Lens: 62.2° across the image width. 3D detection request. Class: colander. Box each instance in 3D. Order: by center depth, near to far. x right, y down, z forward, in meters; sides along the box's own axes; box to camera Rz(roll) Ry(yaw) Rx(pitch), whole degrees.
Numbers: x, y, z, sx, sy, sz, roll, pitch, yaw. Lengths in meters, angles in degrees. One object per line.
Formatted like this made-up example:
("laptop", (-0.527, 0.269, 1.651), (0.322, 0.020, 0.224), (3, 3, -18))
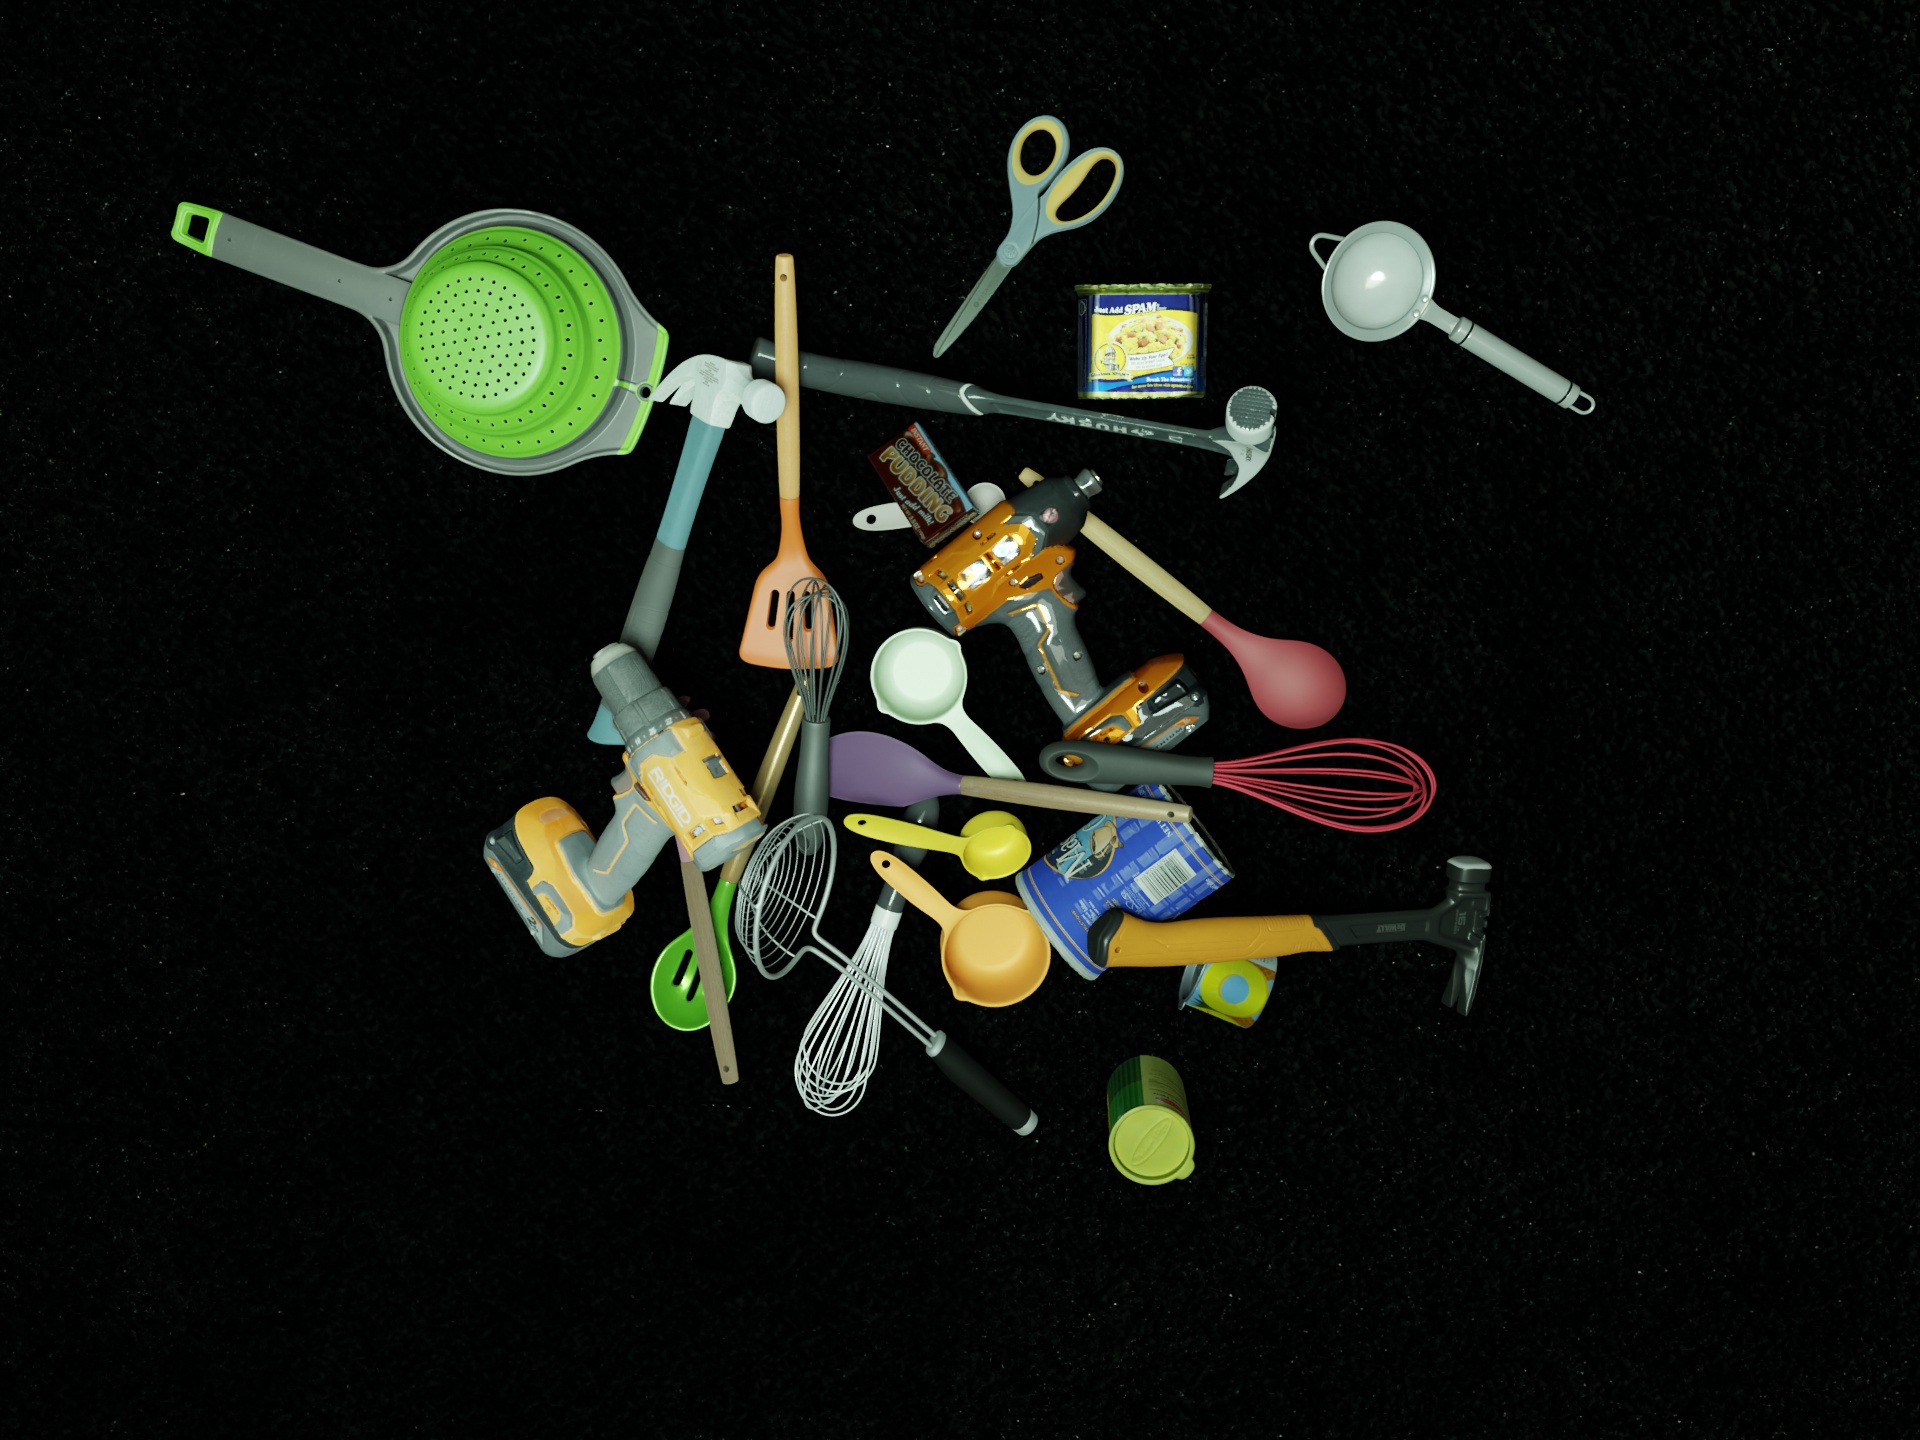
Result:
("colander", (-0.428, -0.317, 1.211), (0.397, 0.094, 0.204), (20, 101, 0))

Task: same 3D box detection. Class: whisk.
("whisk", (0.206, 0.039, 1.185), (0.296, 0.073, 0.073), (5, 100, 1))
("whisk", (-0.118, 0.000, 1.261), (0.055, 0.055, 0.238), (6, 112, 2))
("whisk", (-0.070, 0.191, 1.301), (0.070, 0.070, 0.284), (20, 96, 0))

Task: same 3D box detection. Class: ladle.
("ladle", (0.173, -0.099, 1.249), (0.315, 0.031, 0.069), (38, 102, -2))

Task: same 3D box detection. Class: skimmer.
("skimmer", (-0.041, 0.216, 1.241), (0.090, 0.127, 0.363), (-18, 125, 46))

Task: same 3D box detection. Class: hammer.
("hammer", (0.031, -0.237, 1.197), (0.409, 0.149, 0.036), (12, 80, 11))
("hammer", (0.257, 0.173, 1.229), (0.336, 0.034, 0.127), (0, 102, -18))
("hammer", (-0.229, -0.125, 1.239), (0.128, 0.033, 0.331), (38, 114, 40))

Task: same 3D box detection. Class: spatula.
("spatula", (-0.132, -0.191, 1.216), (0.081, 0.041, 0.322), (4, 120, 3))
("spatula", (0.026, 0.051, 1.240), (0.316, 0.018, 0.059), (7, 103, 22))

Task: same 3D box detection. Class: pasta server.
("pasta server", (-0.211, 0.138, 1.289), (0.060, 0.040, 0.316), (-9, 95, 13))

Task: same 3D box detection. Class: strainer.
("strainer", (0.368, -0.296, 1.195), (0.258, 0.050, 0.087), (28, 106, -8))

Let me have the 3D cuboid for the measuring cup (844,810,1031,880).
("measuring cup", (-0.019, 0.087, 1.266), (0.156, 0.029, 0.062), (13, 125, -18))

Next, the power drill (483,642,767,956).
("power drill", (-0.274, 0.063, 1.238), (0.226, 0.084, 0.185), (-35, 86, 31))

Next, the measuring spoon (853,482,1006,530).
("measuring spoon", (-0.024, -0.164, 1.256), (0.124, 0.018, 0.034), (-5, 86, 11))

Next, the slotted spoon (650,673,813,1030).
("slotted spoon", (-0.179, 0.108, 1.306), (0.070, 0.031, 0.313), (22, 99, 3))

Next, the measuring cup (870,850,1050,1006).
("measuring cup", (-0.005, 0.155, 1.282), (0.173, 0.052, 0.095), (40, 97, -9))

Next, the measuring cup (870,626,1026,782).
("measuring cup", (-0.002, -0.004, 1.270), (0.083, 0.038, 0.167), (-41, 97, 9))

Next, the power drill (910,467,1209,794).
("power drill", (0.092, -0.073, 1.223), (0.164, 0.084, 0.226), (-39, 97, 10))
